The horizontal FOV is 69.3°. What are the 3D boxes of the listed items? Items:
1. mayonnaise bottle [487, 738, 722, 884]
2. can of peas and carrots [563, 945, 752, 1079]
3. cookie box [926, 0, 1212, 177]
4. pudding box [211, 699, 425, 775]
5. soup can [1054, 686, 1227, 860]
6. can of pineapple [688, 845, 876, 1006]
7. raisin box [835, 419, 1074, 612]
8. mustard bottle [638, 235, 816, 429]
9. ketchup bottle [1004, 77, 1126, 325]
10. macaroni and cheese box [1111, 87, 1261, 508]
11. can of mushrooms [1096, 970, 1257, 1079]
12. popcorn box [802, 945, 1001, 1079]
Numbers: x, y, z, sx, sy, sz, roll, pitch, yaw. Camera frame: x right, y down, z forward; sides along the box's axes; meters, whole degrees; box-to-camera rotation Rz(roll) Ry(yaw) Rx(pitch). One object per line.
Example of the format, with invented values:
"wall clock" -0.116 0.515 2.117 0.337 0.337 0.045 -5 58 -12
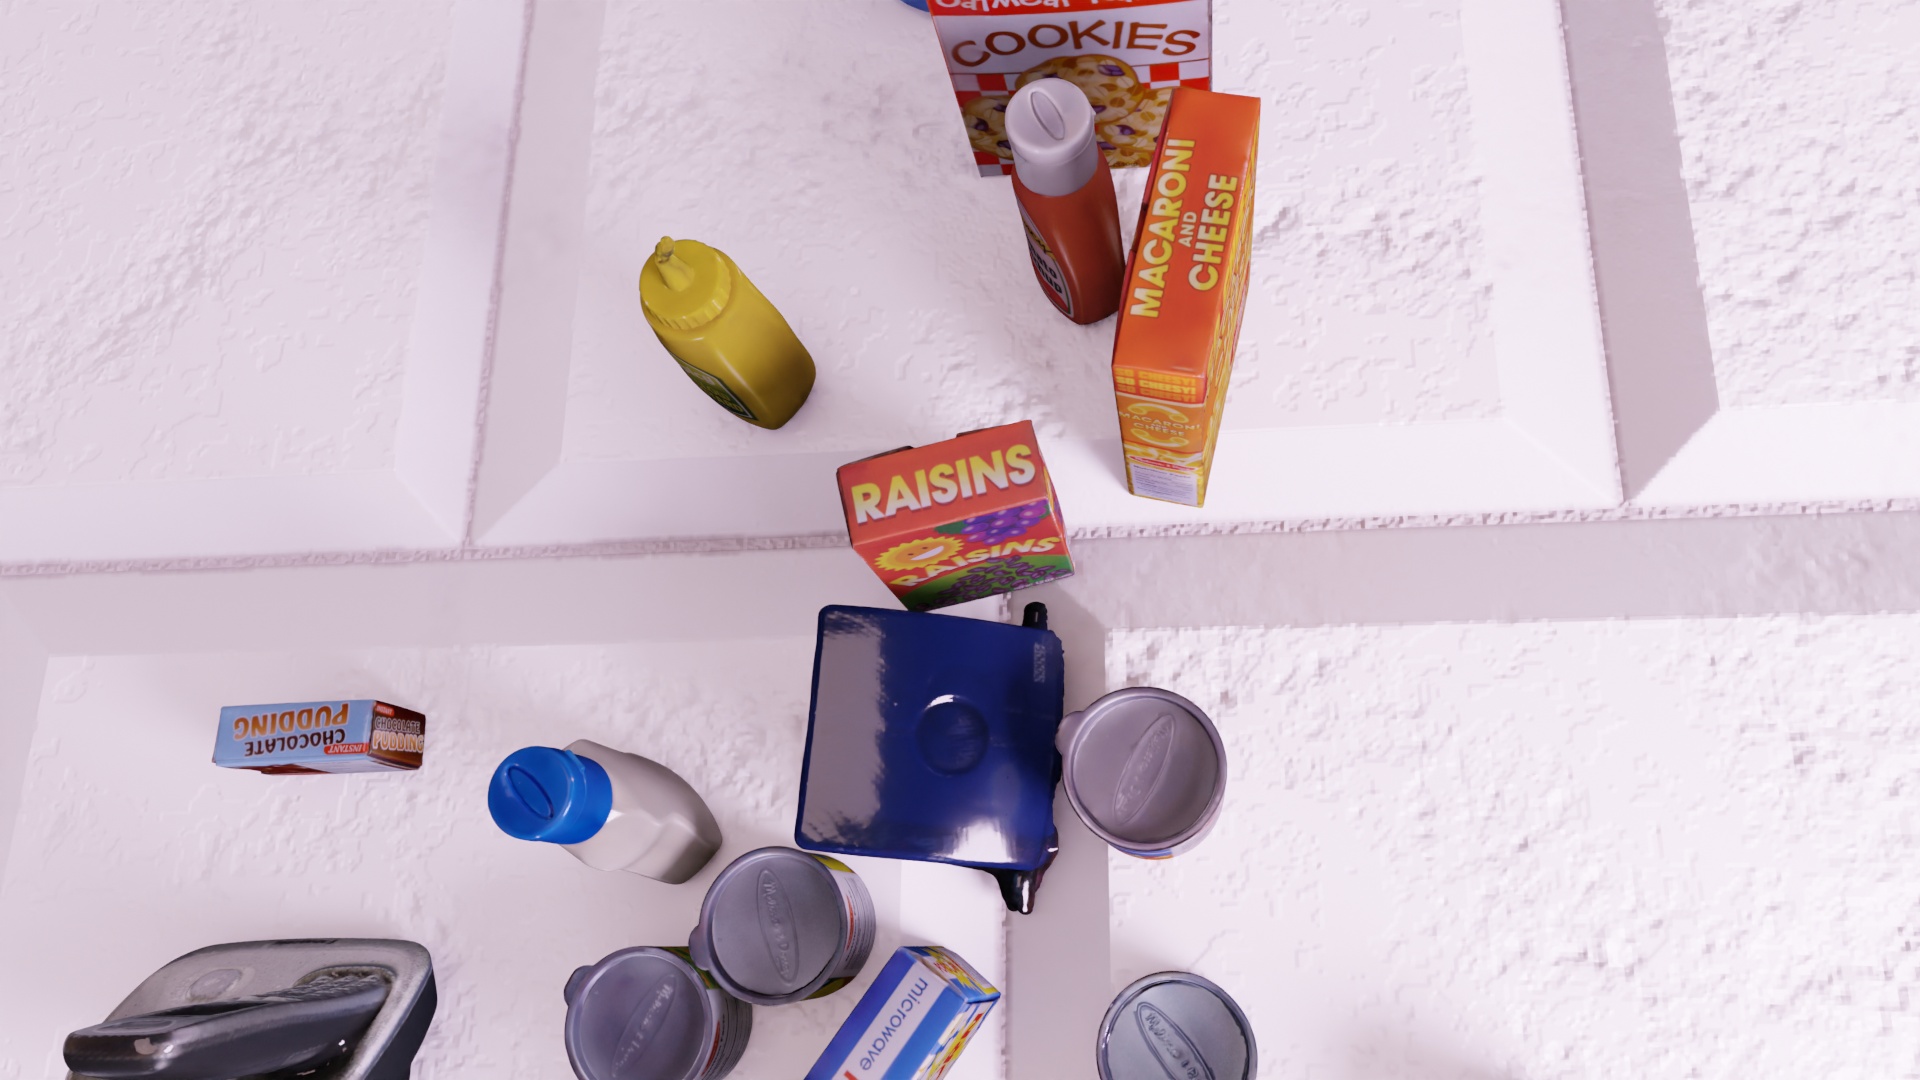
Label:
"mayonnaise bottle" -0.153 0.116 0.600 0.041 0.147 0.065 -45 72 -4
"can of peas and carrots" -0.134 0.212 0.615 0.071 0.058 0.071 -3 73 9
"cookie box" 0.057 -0.232 0.656 0.123 0.167 0.040 0 74 10
"pudding box" -0.315 0.098 0.685 0.084 0.049 0.030 -4 74 9
"soup can" 0.078 0.101 0.597 0.071 0.083 0.071 -3 74 9
"can of pineapple" -0.077 0.171 0.617 0.071 0.057 0.071 -3 73 9
"raisin box" 0.002 -0.008 0.622 0.086 0.123 0.040 -13 72 6
"mustard bottle" -0.115 -0.102 0.651 0.065 0.160 0.049 32 82 17
"ketchup bottle" 0.049 -0.157 0.645 0.043 0.148 0.065 -28 71 1
"macaroni and cheese box" 0.099 -0.098 0.609 0.040 0.166 0.124 10 76 13
"can of mushrooms" 0.090 0.218 0.587 0.071 0.033 0.071 -3 73 9
"popcorn box" -0.039 0.231 0.579 0.038 0.085 0.127 34 82 17
